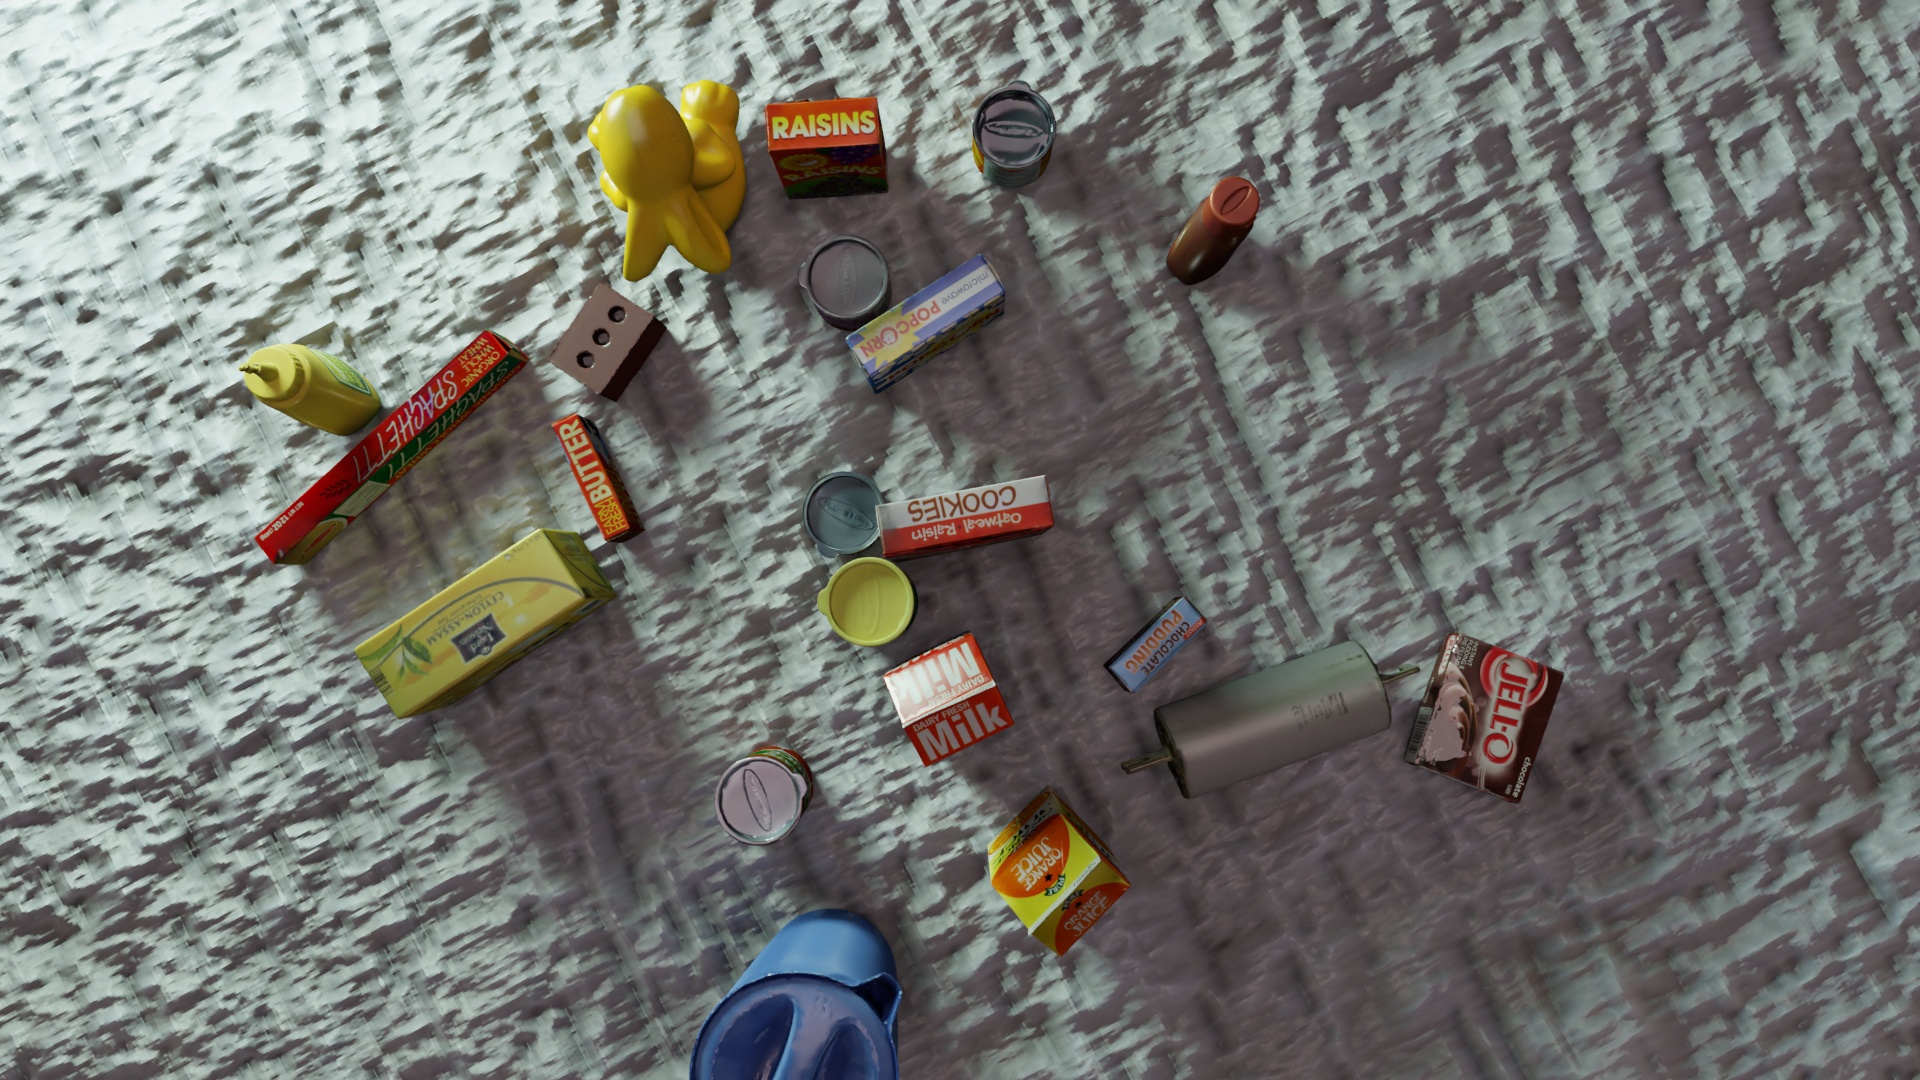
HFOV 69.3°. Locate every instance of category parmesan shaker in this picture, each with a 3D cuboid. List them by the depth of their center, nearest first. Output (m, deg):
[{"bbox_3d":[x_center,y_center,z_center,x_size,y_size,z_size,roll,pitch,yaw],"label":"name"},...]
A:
[{"bbox_3d":[-0.070,0.047,1.075,0.071,0.103,0.071,0,88,0],"label":"parmesan shaker"}]

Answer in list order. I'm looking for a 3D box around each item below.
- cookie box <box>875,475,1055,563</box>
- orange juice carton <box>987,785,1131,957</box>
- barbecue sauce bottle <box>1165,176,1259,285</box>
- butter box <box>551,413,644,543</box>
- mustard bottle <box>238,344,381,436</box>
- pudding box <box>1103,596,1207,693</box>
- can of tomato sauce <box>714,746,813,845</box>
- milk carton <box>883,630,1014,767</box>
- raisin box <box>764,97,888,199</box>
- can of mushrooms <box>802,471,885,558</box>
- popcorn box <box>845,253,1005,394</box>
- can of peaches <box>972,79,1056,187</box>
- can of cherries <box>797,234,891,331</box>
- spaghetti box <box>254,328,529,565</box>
[{"bbox_3d":[0.004,-0.013,1.046,0.123,0.167,0.040,-11,88,0],"label":"cookie box"},{"bbox_3d":[0.070,0.242,1.020,0.072,0.192,0.073,-44,88,-1],"label":"orange juice carton"},{"bbox_3d":[0.197,-0.240,1.067,0.065,0.148,0.043,-43,88,-1],"label":"barbecue sauce bottle"},{"bbox_3d":[-0.287,-0.049,1.105,0.024,0.053,0.103,-25,87,-1],"label":"butter box"},{"bbox_3d":[-0.499,-0.118,1.055,0.065,0.160,0.049,45,89,2],"label":"mustard bottle"},{"bbox_3d":[0.154,0.083,1.100,0.084,0.049,0.030,-43,88,-2],"label":"pudding box"},{"bbox_3d":[-0.149,0.195,1.077,0.071,0.083,0.071,0,87,0],"label":"can of tomato sauce"},{"bbox_3d":[-0.008,0.115,1.028,0.072,0.190,0.073,-26,88,-1],"label":"milk carton"},{"bbox_3d":[-0.101,-0.305,1.083,0.086,0.123,0.040,-3,88,0],"label":"raisin box"},{"bbox_3d":[-0.093,-0.019,1.113,0.071,0.033,0.071,0,87,0],"label":"can of mushrooms"},{"bbox_3d":[-0.026,-0.169,1.095,0.127,0.085,0.038,-32,88,-1],"label":"popcorn box"},{"bbox_3d":[0.043,-0.325,1.117,0.071,0.058,0.071,0,87,0],"label":"can of peaches"},{"bbox_3d":[-0.091,-0.205,1.110,0.071,0.058,0.071,0,87,0],"label":"can of cherries"},{"bbox_3d":[-0.450,-0.074,1.108,0.250,0.050,0.028,-43,88,-2],"label":"spaghetti box"}]
